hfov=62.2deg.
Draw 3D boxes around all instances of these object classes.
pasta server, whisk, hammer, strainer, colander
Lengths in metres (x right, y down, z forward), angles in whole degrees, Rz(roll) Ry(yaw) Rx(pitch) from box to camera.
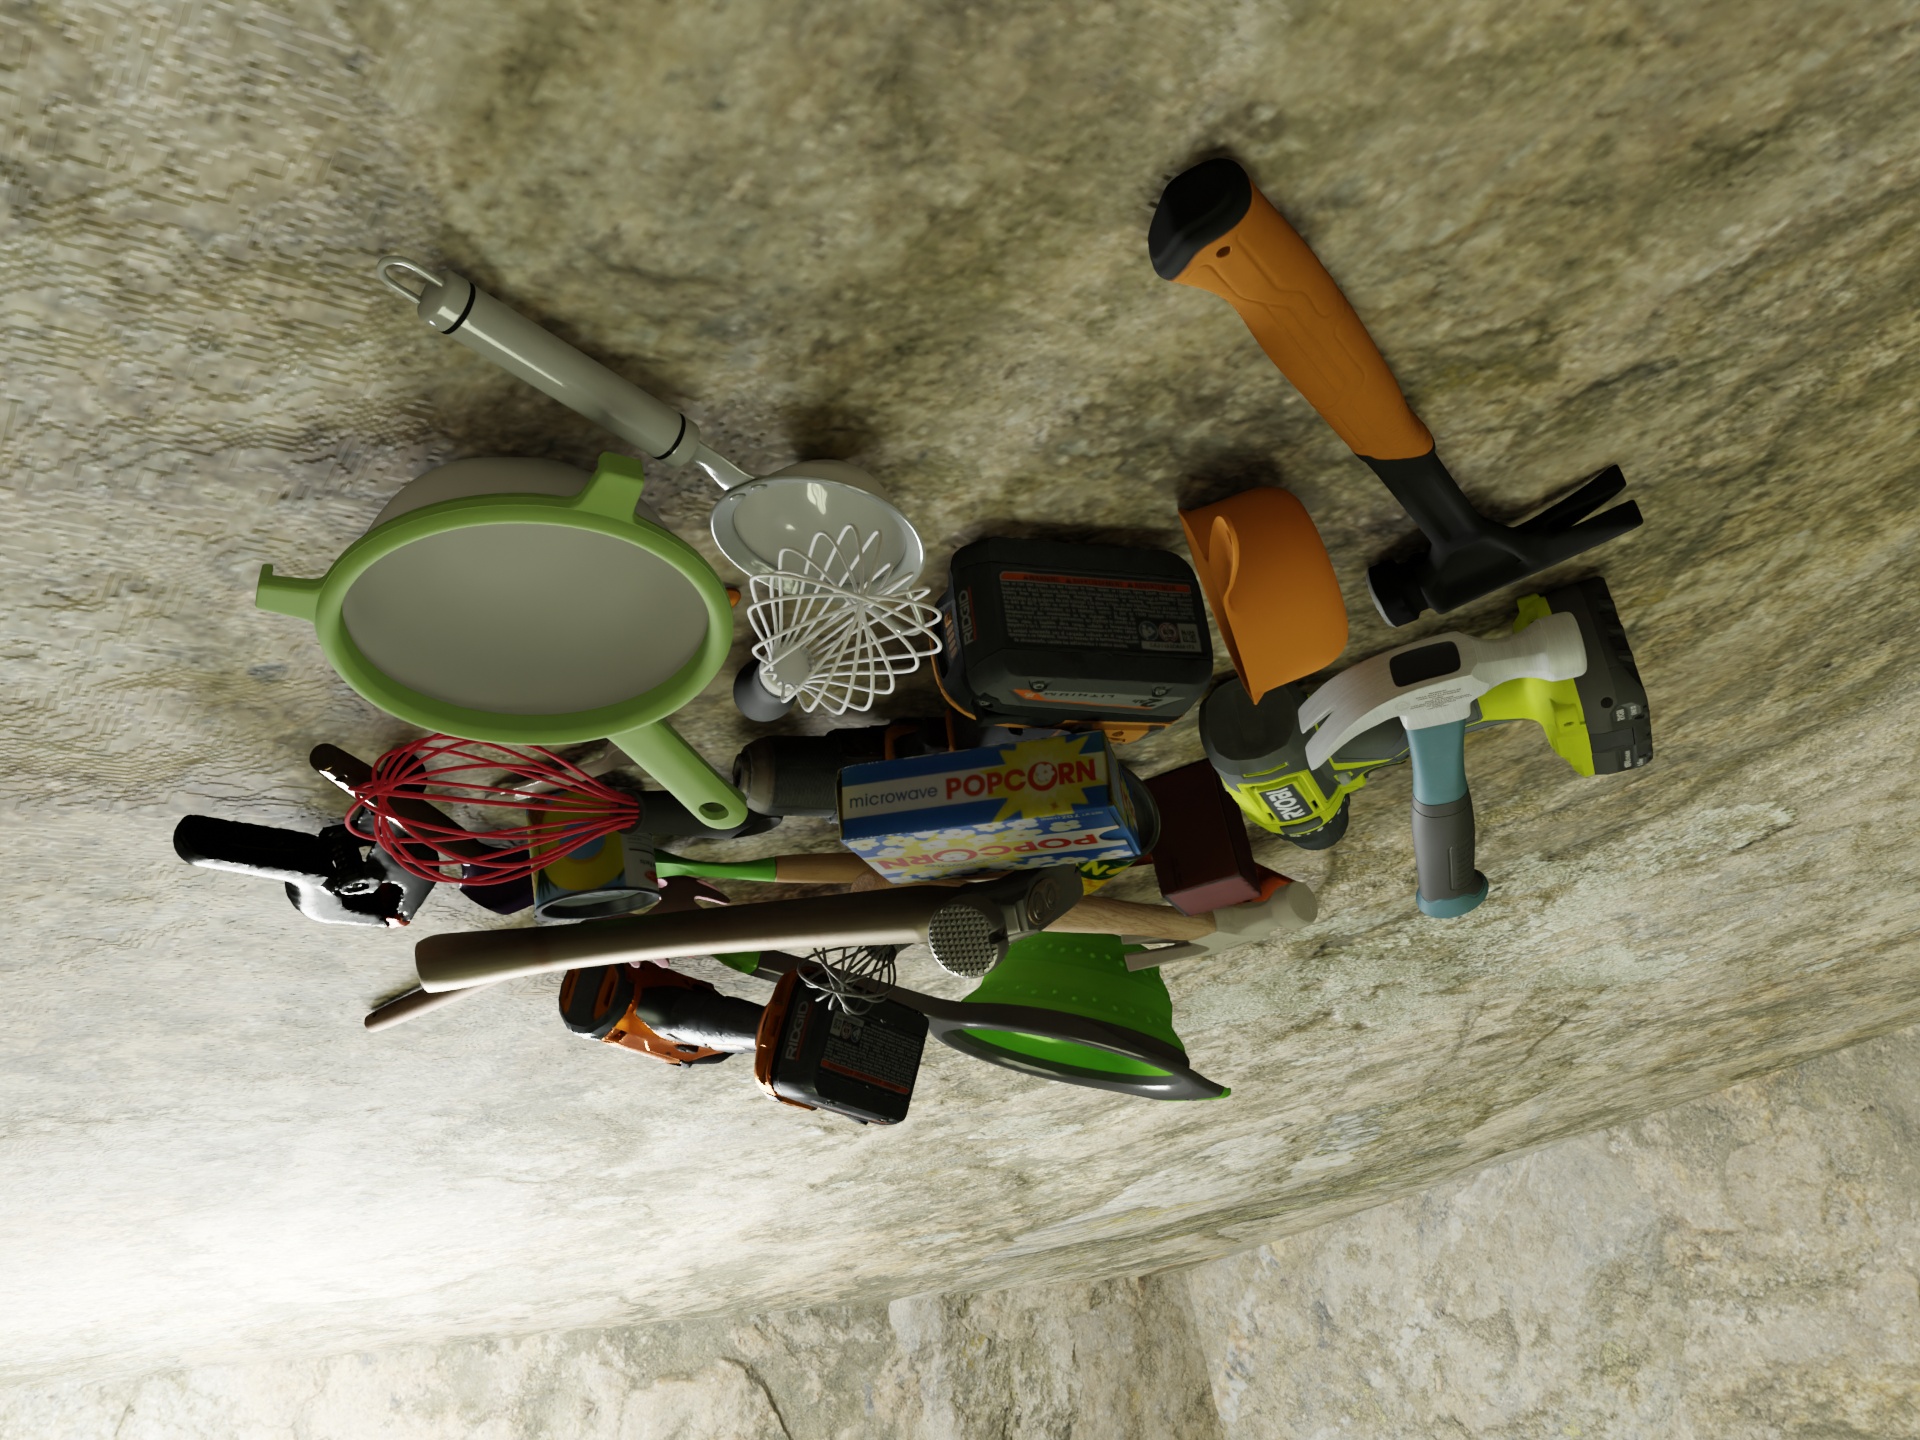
[{"bbox_3d":[-0.280,0.161,1.034,0.316,0.060,0.040,-24,122,29],"label":"pasta server"},{"bbox_3d":[-0.177,0.045,0.784,0.073,0.073,0.295,-25,165,25],"label":"whisk"},{"bbox_3d":[-0.134,0.115,0.884,0.411,0.038,0.146,-9,-173,27],"label":"hammer"},{"bbox_3d":[-0.149,-0.033,0.654,0.151,0.069,0.256,-16,149,11],"label":"strainer"},{"bbox_3d":[-0.068,-0.026,0.653,0.070,0.070,0.284,-4,175,-15],"label":"whisk"},{"bbox_3d":[0.176,-0.127,0.649,0.127,0.034,0.336,-24,151,26],"label":"hammer"},{"bbox_3d":[0.258,0.041,0.850,0.128,0.033,0.330,-12,152,13],"label":"hammer"},{"bbox_3d":[-0.052,0.139,0.991,0.055,0.055,0.239,-16,179,10],"label":"whisk"},{"bbox_3d":[0.072,0.123,1.015,0.331,0.031,0.130,10,152,-37],"label":"hammer"},{"bbox_3d":[-0.098,-0.102,0.585,0.087,0.050,0.258,-15,151,37],"label":"strainer"},{"bbox_3d":[0.012,0.182,1.150,0.397,0.094,0.204,20,159,-17],"label":"colander"}]

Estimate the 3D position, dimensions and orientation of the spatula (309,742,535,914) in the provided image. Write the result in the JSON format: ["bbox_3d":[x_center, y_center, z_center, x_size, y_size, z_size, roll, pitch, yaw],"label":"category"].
[{"bbox_3d":[-0.261,0.061,0.824,0.060,0.018,0.315,-25,163,-5],"label":"spatula"}]

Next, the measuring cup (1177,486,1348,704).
[{"bbox_3d":[0.131,-0.066,0.664,0.052,0.095,0.173,-21,169,5],"label":"measuring cup"}]

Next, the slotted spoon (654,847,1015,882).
[{"bbox_3d":[-0.086,0.089,0.954,0.313,0.031,0.070,1,166,-15],"label":"slotted spoon"}]

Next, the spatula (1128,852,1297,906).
[{"bbox_3d":[0.087,0.096,1.048,0.322,0.041,0.081,9,149,-33],"label":"spatula"}]

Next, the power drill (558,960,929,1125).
[{"bbox_3d":[-0.136,0.209,1.064,0.226,0.084,0.164,2,160,36],"label":"power drill"}]

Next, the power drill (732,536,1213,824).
[{"bbox_3d":[-0.001,-0.002,0.781,0.185,0.084,0.226,2,155,-21],"label":"power drill"}]

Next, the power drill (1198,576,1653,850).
[{"bbox_3d":[0.265,0.010,0.911,0.228,0.080,0.190,-17,152,18],"label":"power drill"}]

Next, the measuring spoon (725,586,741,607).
[{"bbox_3d":[-0.152,-0.039,0.697,0.117,0.011,0.021,-21,147,-17],"label":"measuring spoon"}]

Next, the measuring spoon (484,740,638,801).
[{"bbox_3d":[-0.200,0.021,0.822,0.124,0.018,0.034,-17,162,26],"label":"measuring spoon"}]
